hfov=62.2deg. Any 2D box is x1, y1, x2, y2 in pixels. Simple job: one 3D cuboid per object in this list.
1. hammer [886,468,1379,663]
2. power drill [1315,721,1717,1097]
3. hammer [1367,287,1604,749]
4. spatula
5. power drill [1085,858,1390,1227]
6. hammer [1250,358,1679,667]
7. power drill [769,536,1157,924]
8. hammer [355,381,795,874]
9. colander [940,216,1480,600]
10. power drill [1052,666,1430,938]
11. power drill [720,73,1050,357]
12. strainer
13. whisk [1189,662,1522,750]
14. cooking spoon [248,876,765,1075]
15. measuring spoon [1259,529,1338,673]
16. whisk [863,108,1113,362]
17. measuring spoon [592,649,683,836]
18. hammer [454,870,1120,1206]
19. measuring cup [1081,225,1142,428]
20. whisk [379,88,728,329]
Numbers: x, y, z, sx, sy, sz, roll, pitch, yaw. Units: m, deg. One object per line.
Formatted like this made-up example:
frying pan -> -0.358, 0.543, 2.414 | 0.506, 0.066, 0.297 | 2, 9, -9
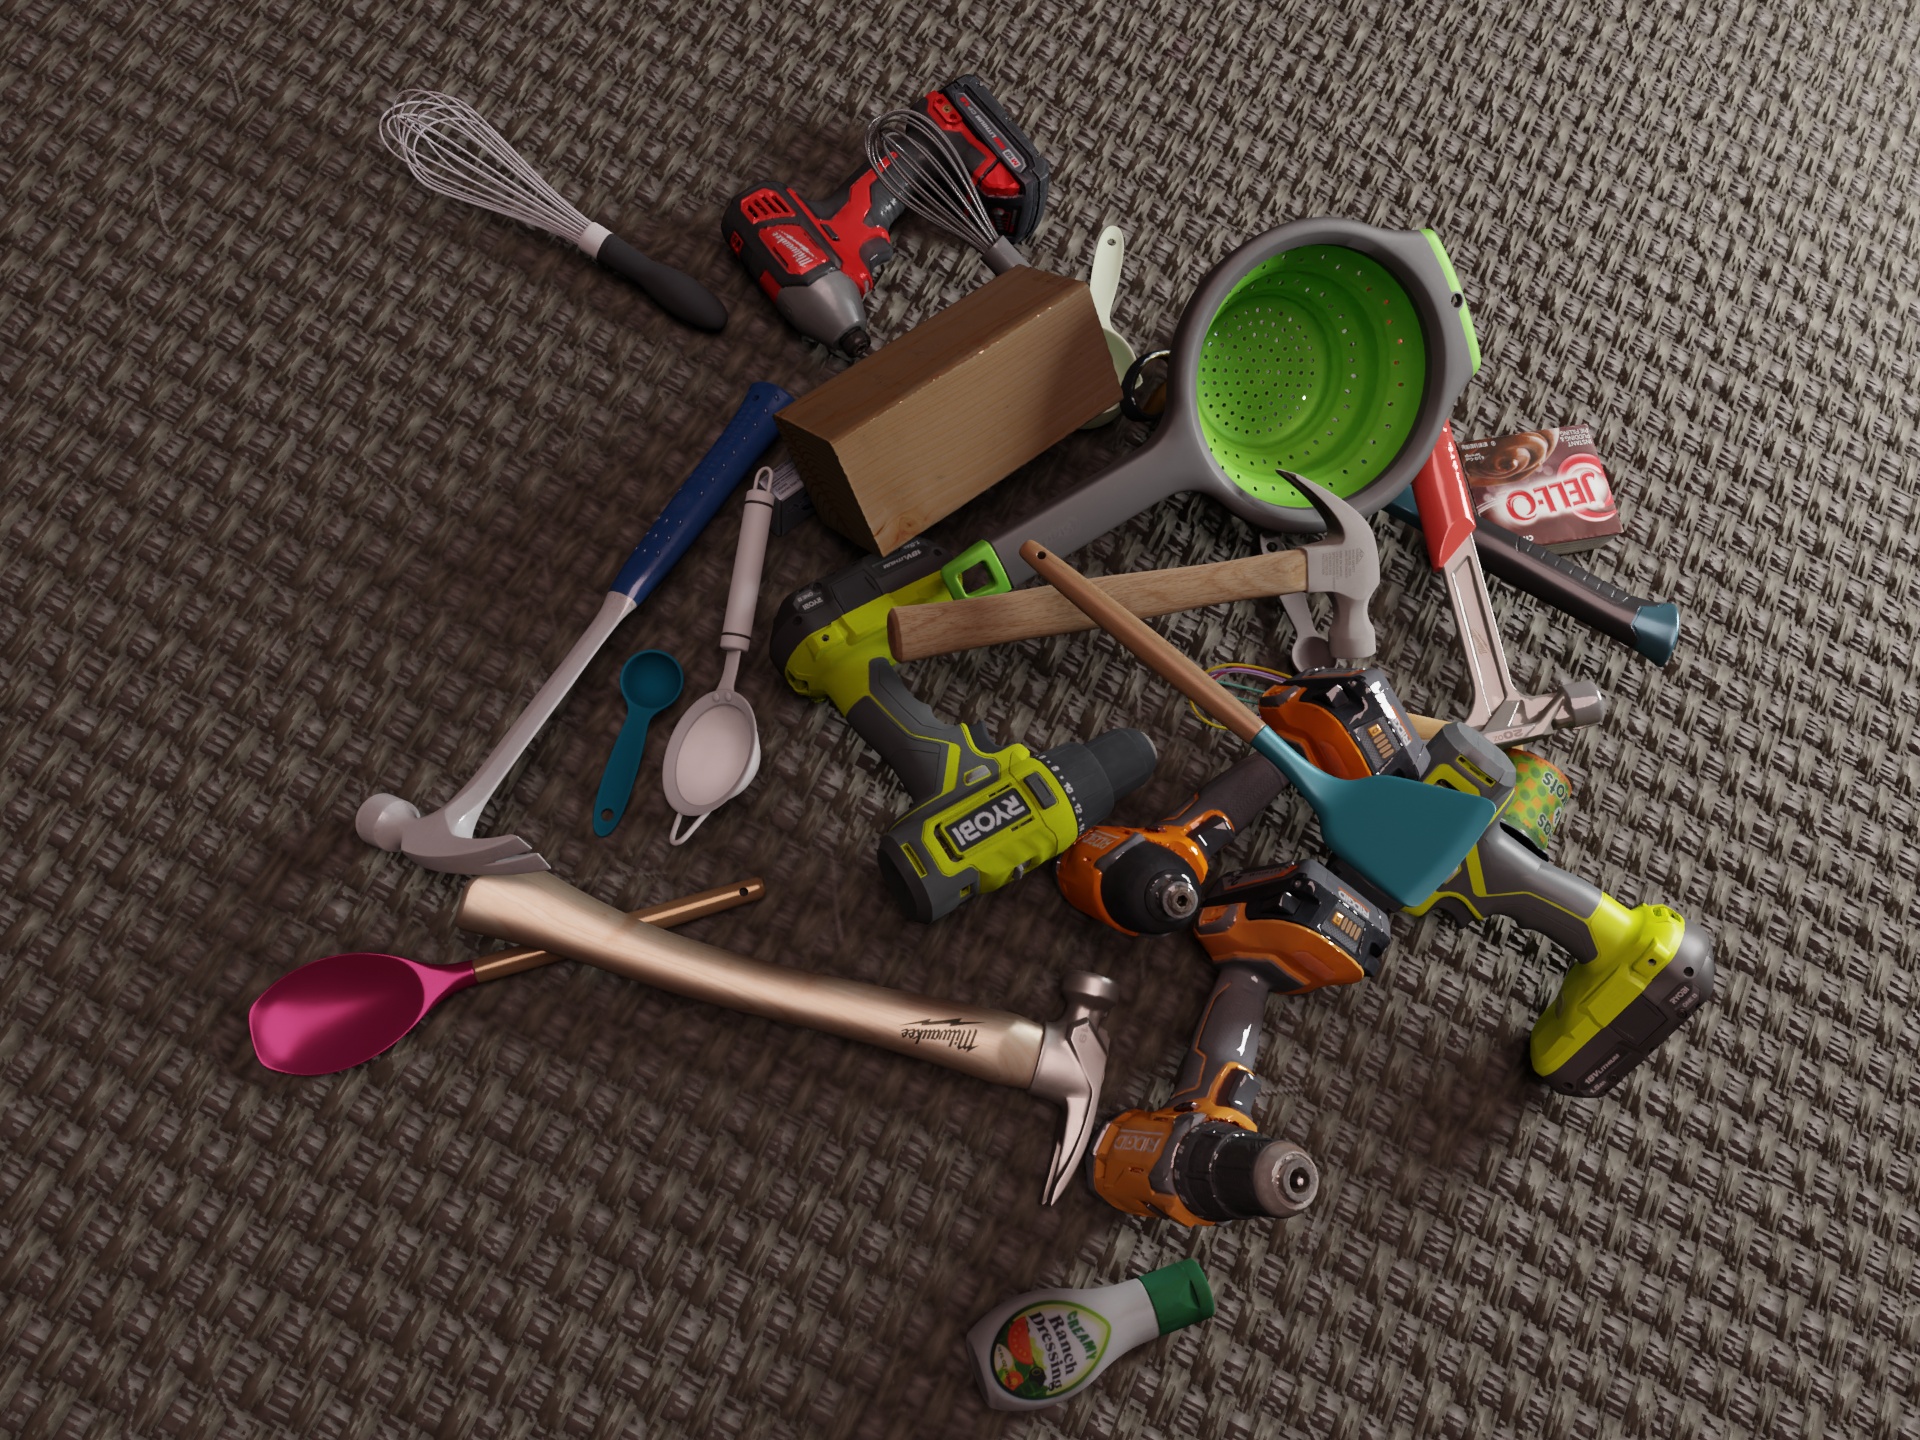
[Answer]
hammer -> 0.115, -0.082, 1.020 | 0.331, 0.031, 0.130 | -10, 106, -14
power drill -> 0.350, 0.131, 1.032 | 0.223, 0.080, 0.171 | 38, 112, 4
hammer -> 0.326, -0.152, 1.107 | 0.149, 0.036, 0.359 | -11, 75, 3
spatula -> 0.157, -0.013, 0.930 | 0.318, 0.044, 0.082 | 40, 73, 15
power drill -> 0.177, 0.197, 0.954 | 0.084, 0.185, 0.226 | 37, 67, -14
hammer -> 0.357, -0.137, 1.135 | 0.331, 0.033, 0.128 | 31, 82, 13
power drill -> -0.002, -0.003, 1.032 | 0.190, 0.080, 0.229 | -28, 70, -18
hammer -> -0.223, -0.069, 1.039 | 0.144, 0.035, 0.406 | 13, 60, 35
colander -> 0.152, -0.193, 1.070 | 0.397, 0.095, 0.204 | -31, 112, -7
power drill -> 0.175, 0.056, 0.995 | 0.226, 0.164, 0.084 | -33, 99, -9
power drill -> -0.049, -0.364, 1.166 | 0.219, 0.078, 0.143 | -34, 79, -14
strainer -> -0.147, -0.043, 1.042 | 0.050, 0.087, 0.258 | 18, 78, -48
whisk -> 0.276, 0.001, 1.112 | 0.245, 0.051, 0.047 | 11, 92, -9
cooking spoon -> -0.276, 0.149, 0.991 | 0.319, 0.017, 0.069 | -16, 79, -12
measuring spoon -> 0.238, -0.082, 1.146 | 0.034, 0.018, 0.124 | -11, 67, -12
whisk -> 0.024, -0.332, 1.116 | 0.239, 0.055, 0.055 | 45, 71, -12
measuring spoon -> -0.216, 0.016, 1.048 | 0.042, 0.021, 0.129 | 16, 79, 1
hammer -> -0.109, 0.178, 0.983 | 0.410, 0.038, 0.146 | 17, 72, -6
measuring cup -> 0.098, -0.291, 1.181 | 0.083, 0.038, 0.168 | 13, 69, -4
whisk -> -0.290, -0.361, 1.142 | 0.284, 0.070, 0.070 | 33, 70, -1
